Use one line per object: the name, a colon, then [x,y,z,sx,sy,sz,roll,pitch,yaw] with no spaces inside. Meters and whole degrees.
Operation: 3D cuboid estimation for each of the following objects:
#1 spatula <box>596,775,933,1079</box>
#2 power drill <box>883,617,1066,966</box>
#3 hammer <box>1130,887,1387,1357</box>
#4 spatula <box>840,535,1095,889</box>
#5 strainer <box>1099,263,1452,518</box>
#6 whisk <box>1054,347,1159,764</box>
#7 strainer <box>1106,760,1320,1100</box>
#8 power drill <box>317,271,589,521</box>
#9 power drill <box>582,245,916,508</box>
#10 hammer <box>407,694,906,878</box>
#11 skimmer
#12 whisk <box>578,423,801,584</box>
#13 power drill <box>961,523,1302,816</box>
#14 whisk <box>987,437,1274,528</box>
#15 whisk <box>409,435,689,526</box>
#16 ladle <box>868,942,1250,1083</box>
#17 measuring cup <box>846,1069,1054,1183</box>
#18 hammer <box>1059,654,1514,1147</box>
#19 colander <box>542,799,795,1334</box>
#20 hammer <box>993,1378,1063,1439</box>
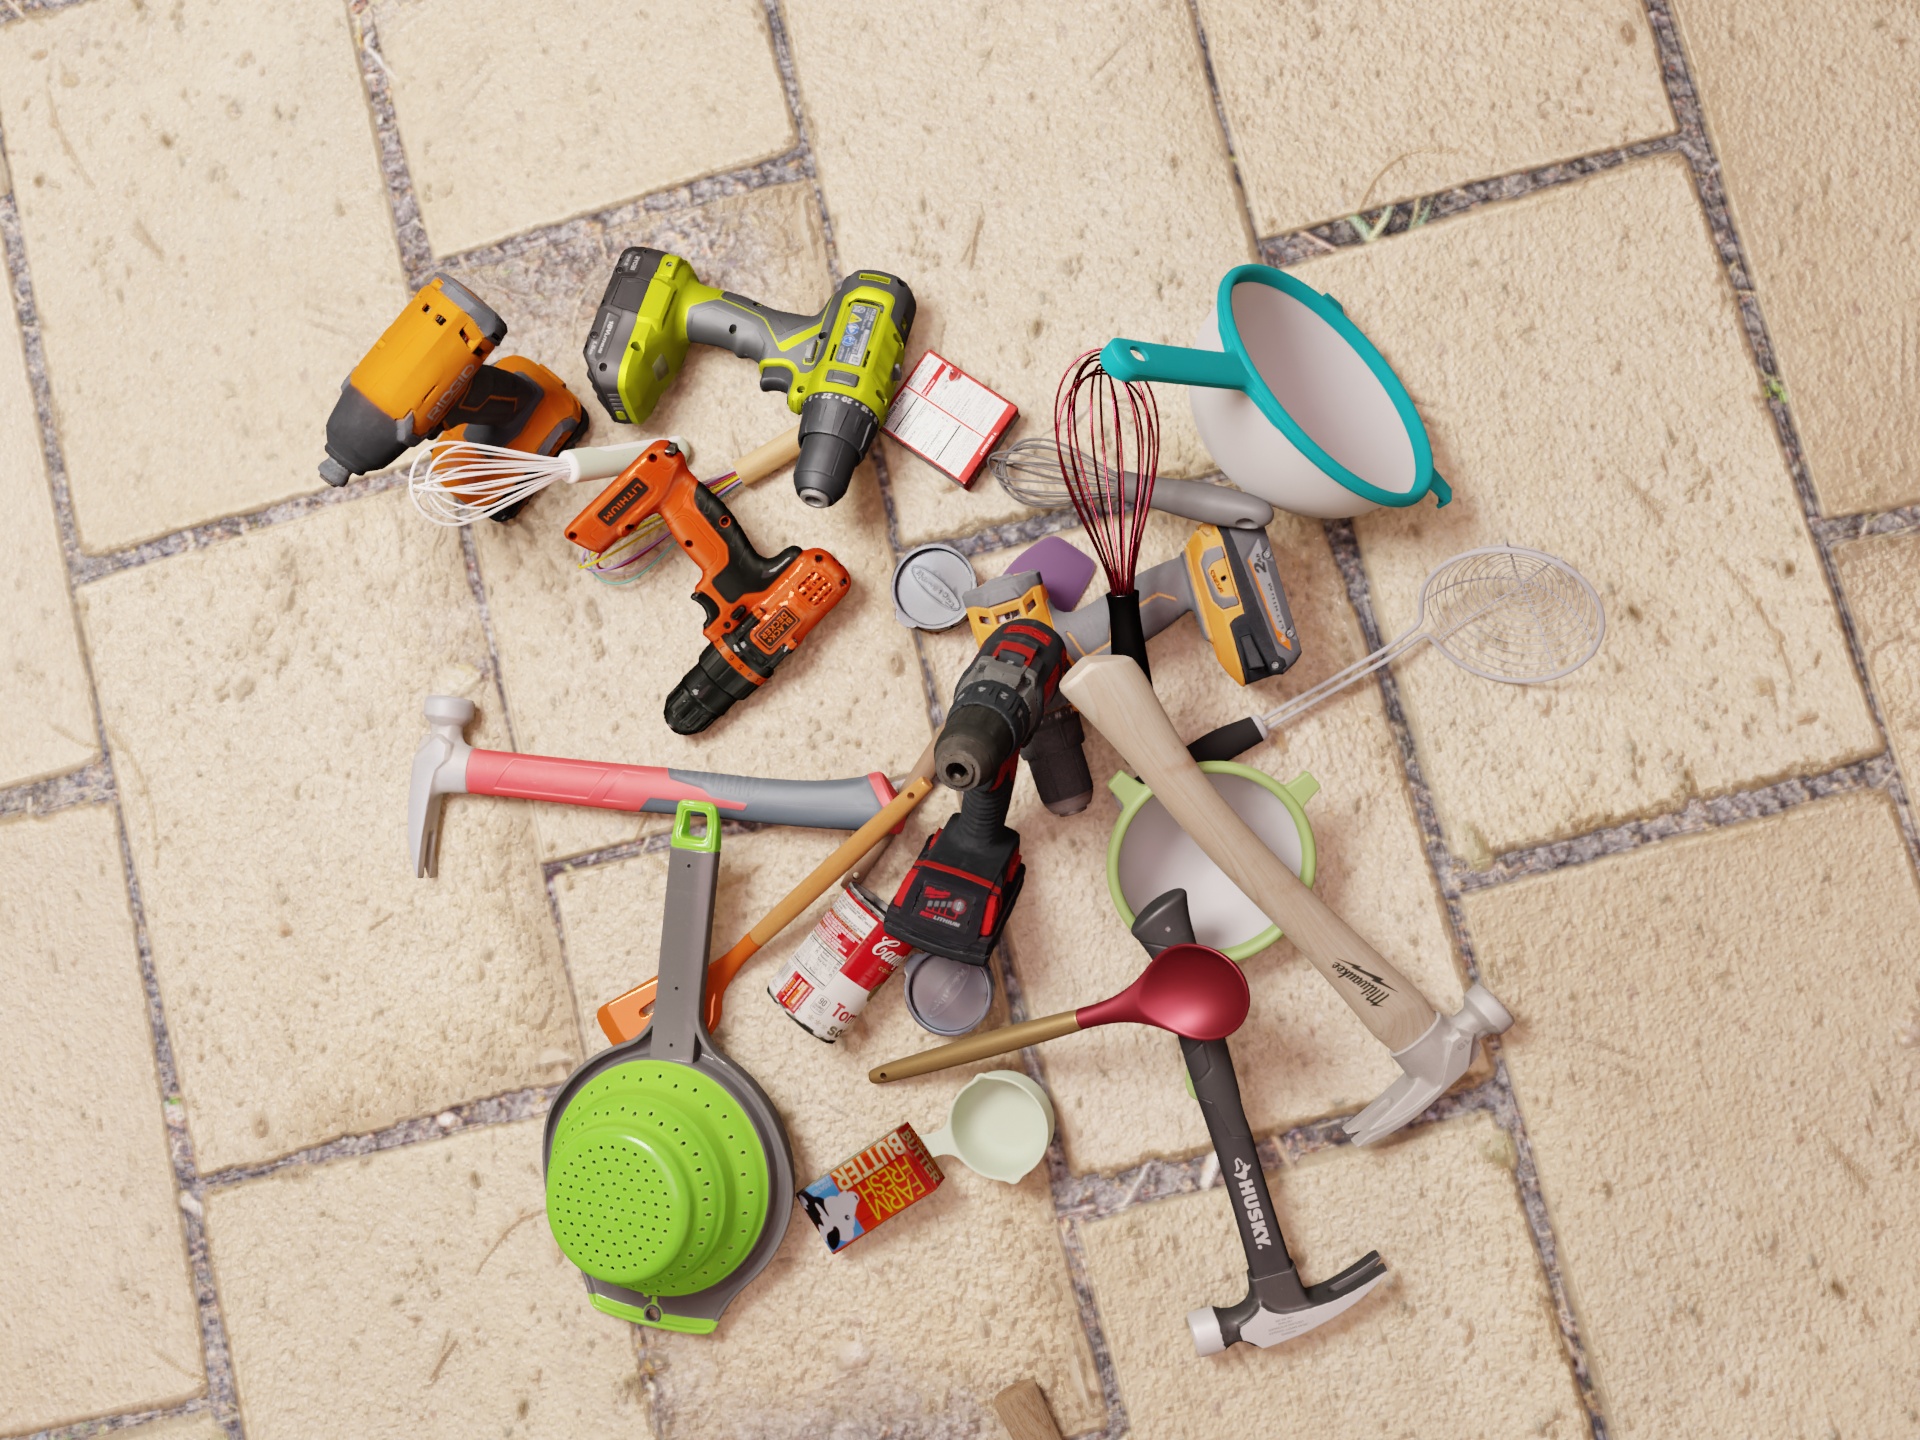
spatula: [-0.139,0.150,1.182,0.322,0.041,0.081,-43,82,17]
power drill: [0.009,0.058,1.092,0.080,0.188,0.226,18,120,9]
hammer: [0.193,0.280,1.128,0.146,0.035,0.335,-17,96,3]
spatula: [-0.002,-0.004,1.216,0.060,0.018,0.316,33,88,-1]
strainer: [0.191,-0.214,1.106,0.095,0.340,0.211,-41,66,40]
whisk: [0.111,-0.107,1.102,0.073,0.073,0.295,-6,105,5]
strainer: [0.177,0.149,1.170,0.151,0.069,0.256,0,102,-3]
power drill: [-0.374,-0.219,1.169,0.084,0.226,0.164,39,89,8]
power drill: [-0.162,-0.265,1.211,0.228,0.080,0.191,13,70,8]
hammer: [-0.234,0.068,1.212,0.386,0.038,0.143,5,87,9]
skimmer: [0.280,-0.012,1.154,0.363,0.090,0.127,-30,122,5]
whisk: [-0.191,-0.179,1.241,0.245,0.047,0.051,-31,81,-1]
power drill: [0.132,-0.042,1.174,0.226,0.084,0.185,-17,95,6]
whisk: [0.120,-0.169,1.164,0.239,0.055,0.055,17,86,33]
whisk: [-0.297,-0.187,1.174,0.058,0.246,0.059,6,108,39]
ladle: [0.063,0.220,1.127,0.315,0.031,0.069,-21,89,28]
measuring cup: [-0.008,0.309,1.184,0.167,0.038,0.083,-20,87,20]
hammer: [0.208,0.119,1.109,0.146,0.038,0.410,-43,102,3]
colander: [-0.222,0.257,1.146,0.204,0.094,0.397,6,92,15]
hammer: [0.116,0.631,1.137,0.130,0.031,0.331,-28,82,3]
